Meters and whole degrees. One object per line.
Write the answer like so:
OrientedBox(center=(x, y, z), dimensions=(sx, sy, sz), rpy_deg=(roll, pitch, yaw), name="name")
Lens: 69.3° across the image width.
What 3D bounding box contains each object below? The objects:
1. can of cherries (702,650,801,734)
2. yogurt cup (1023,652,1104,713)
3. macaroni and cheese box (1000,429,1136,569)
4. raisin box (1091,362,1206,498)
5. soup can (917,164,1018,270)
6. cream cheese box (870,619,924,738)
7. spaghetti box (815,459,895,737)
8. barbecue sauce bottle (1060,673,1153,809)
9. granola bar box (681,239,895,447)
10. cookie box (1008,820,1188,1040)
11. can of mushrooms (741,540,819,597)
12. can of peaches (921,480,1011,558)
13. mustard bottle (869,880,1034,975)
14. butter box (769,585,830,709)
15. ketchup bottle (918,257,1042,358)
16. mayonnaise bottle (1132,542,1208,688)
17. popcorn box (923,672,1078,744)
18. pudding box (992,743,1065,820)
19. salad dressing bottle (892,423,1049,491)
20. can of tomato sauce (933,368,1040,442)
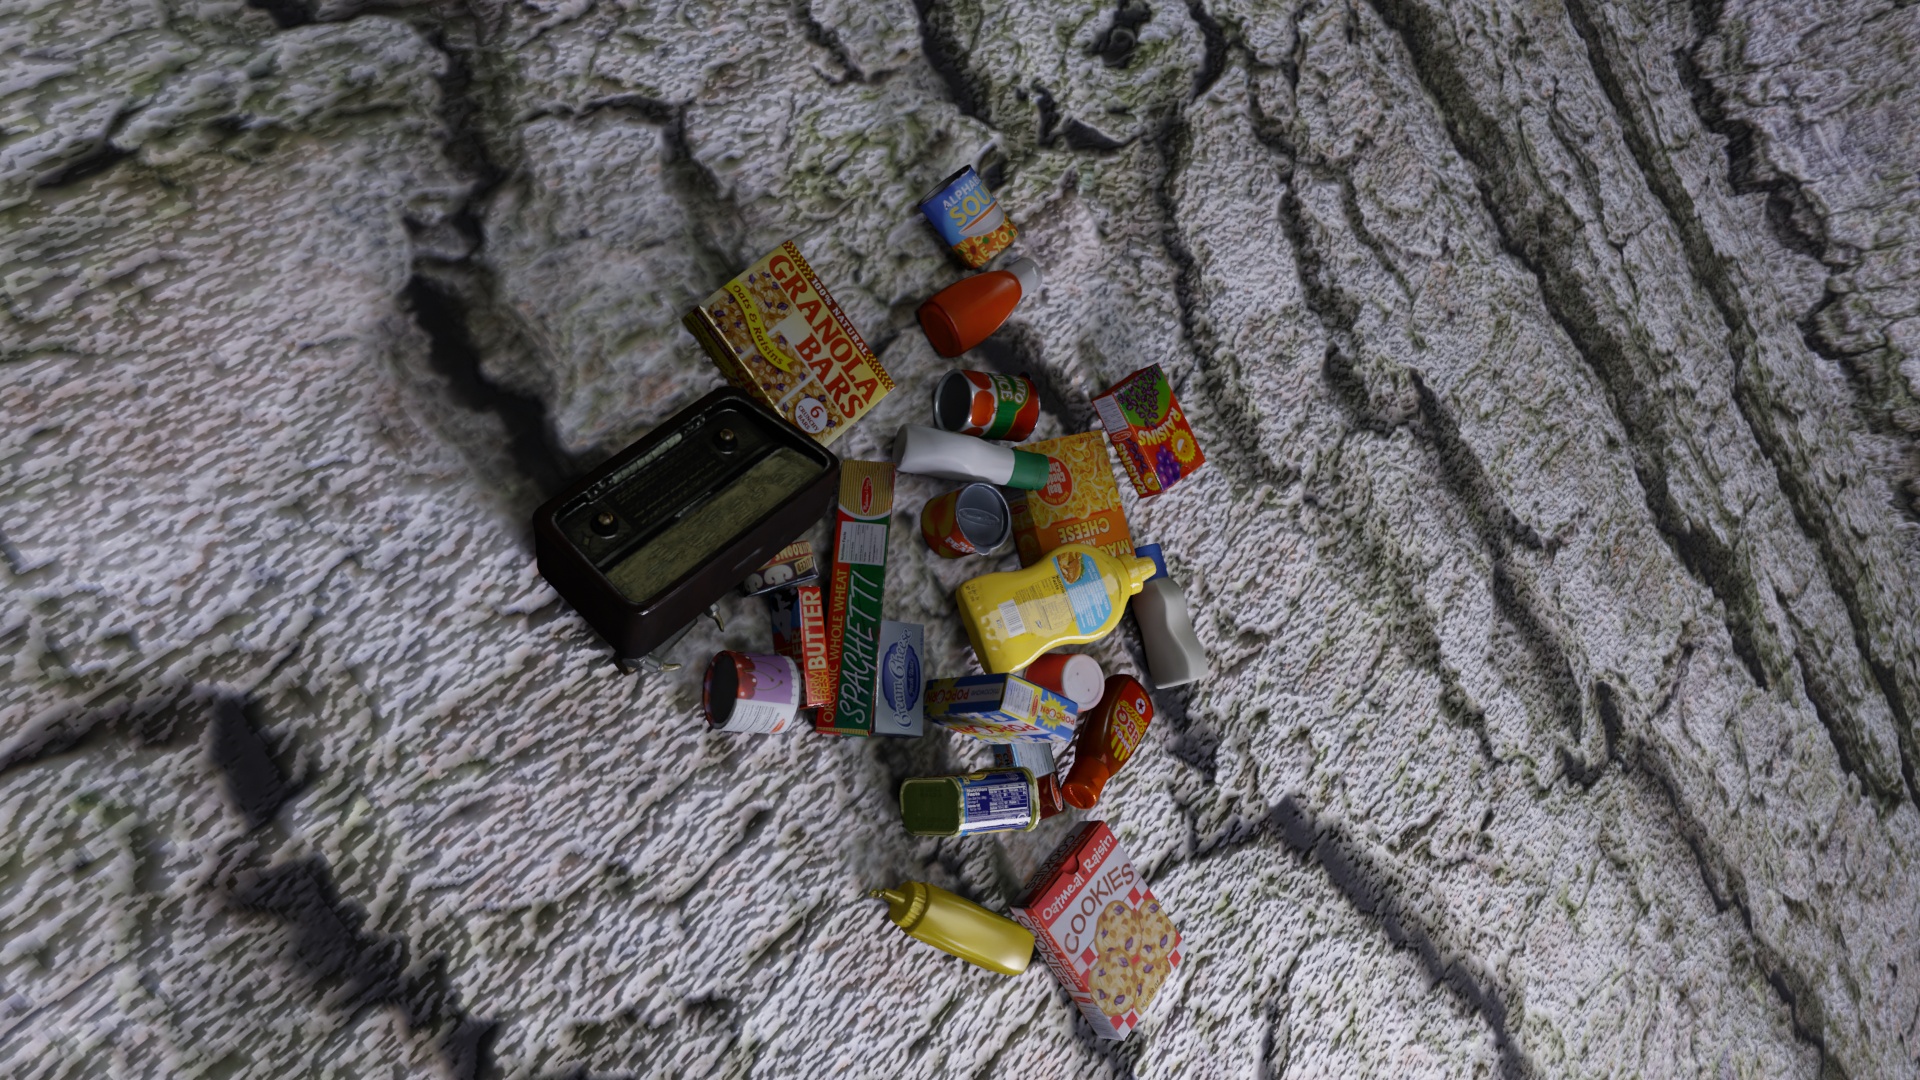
OrientedBox(center=(-0.174, 0.124, 1.148), dimensions=(0.058, 0.071, 0.071), rpy_deg=(10, 74, -34), name="can of cherries")
OrientedBox(center=(0.103, 0.141, 1.359), dimensions=(0.072, 0.054, 0.072), rpy_deg=(9, 74, -34), name="yogurt cup")
OrientedBox(center=(0.110, -0.020, 1.412), dimensions=(0.124, 0.040, 0.166), rpy_deg=(-13, 87, -37), name="macaroni and cheese box")
OrientedBox(center=(0.206, -0.119, 1.509), dimensions=(0.086, 0.040, 0.123), rpy_deg=(-34, 101, -38), name="raisin box")
OrientedBox(center=(0.009, -0.323, 1.388), dimensions=(0.083, 0.071, 0.072), rpy_deg=(51, 55, -17), name="soup can")
OrientedBox(center=(-0.061, 0.126, 1.257), dimensions=(0.053, 0.024, 0.104), rpy_deg=(9, 73, -34), name="cream cheese box")
OrientedBox(center=(-0.093, 0.050, 1.235), dimensions=(0.050, 0.028, 0.250), rpy_deg=(5, 73, -1), name="spaghetti box")
OrientedBox(center=(0.142, 0.199, 1.363), dimensions=(0.064, 0.043, 0.149), rpy_deg=(58, 41, -20), name="barbecue sauce bottle")
OrientedBox(center=(-0.152, -0.169, 1.250), dimensions=(0.125, 0.039, 0.165), rpy_deg=(-46, 107, -34), name="granola bar box")
OrientedBox(center=(0.136, 0.372, 1.336), dimensions=(0.123, 0.040, 0.167), rpy_deg=(-42, 105, -36), name="cookie box")
OrientedBox(center=(-0.155, 0.024, 1.182), dimensions=(0.071, 0.071, 0.033), rpy_deg=(-14, 87, -38), name="can of mushrooms")
OrientedBox(center=(0.005, -0.017, 1.320), dimensions=(0.071, 0.058, 0.071), rpy_deg=(9, 74, -36), name="can of peaches")
OrientedBox(center=(-0.011, 0.335, 1.221), dimensions=(0.160, 0.065, 0.049), rpy_deg=(31, 67, -24), name="mustard bottle")
OrientedBox(center=(-0.137, 0.093, 1.189), dimensions=(0.024, 0.053, 0.103), rpy_deg=(0, 79, -35), name="butter box")
OrientedBox(center=(0.026, -0.241, 1.399), dimensions=(0.149, 0.043, 0.064), rpy_deg=(-38, 104, -37), name="ketchup bottle")
OrientedBox(center=(0.212, 0.078, 1.453), dimensions=(0.041, 0.064, 0.148), rpy_deg=(-10, 82, -37), name="mayonnaise bottle")
OrientedBox(center=(0.034, 0.153, 1.258), dimensions=(0.085, 0.126, 0.038), rpy_deg=(26, 68, -30), name="popcorn box")
OrientedBox(center=(0.065, 0.225, 1.325), dimensions=(0.050, 0.030, 0.083), rpy_deg=(-11, 86, -39), name="pudding box")
OrientedBox(center=(0.011, -0.077, 1.322), dimensions=(0.148, 0.064, 0.044), rpy_deg=(10, 74, -20), name="salad dressing bottle")
OrientedBox(center=(0.026, -0.133, 1.357), dimensions=(0.083, 0.071, 0.071), rpy_deg=(2, 78, -36), name="can of tomato sauce")
